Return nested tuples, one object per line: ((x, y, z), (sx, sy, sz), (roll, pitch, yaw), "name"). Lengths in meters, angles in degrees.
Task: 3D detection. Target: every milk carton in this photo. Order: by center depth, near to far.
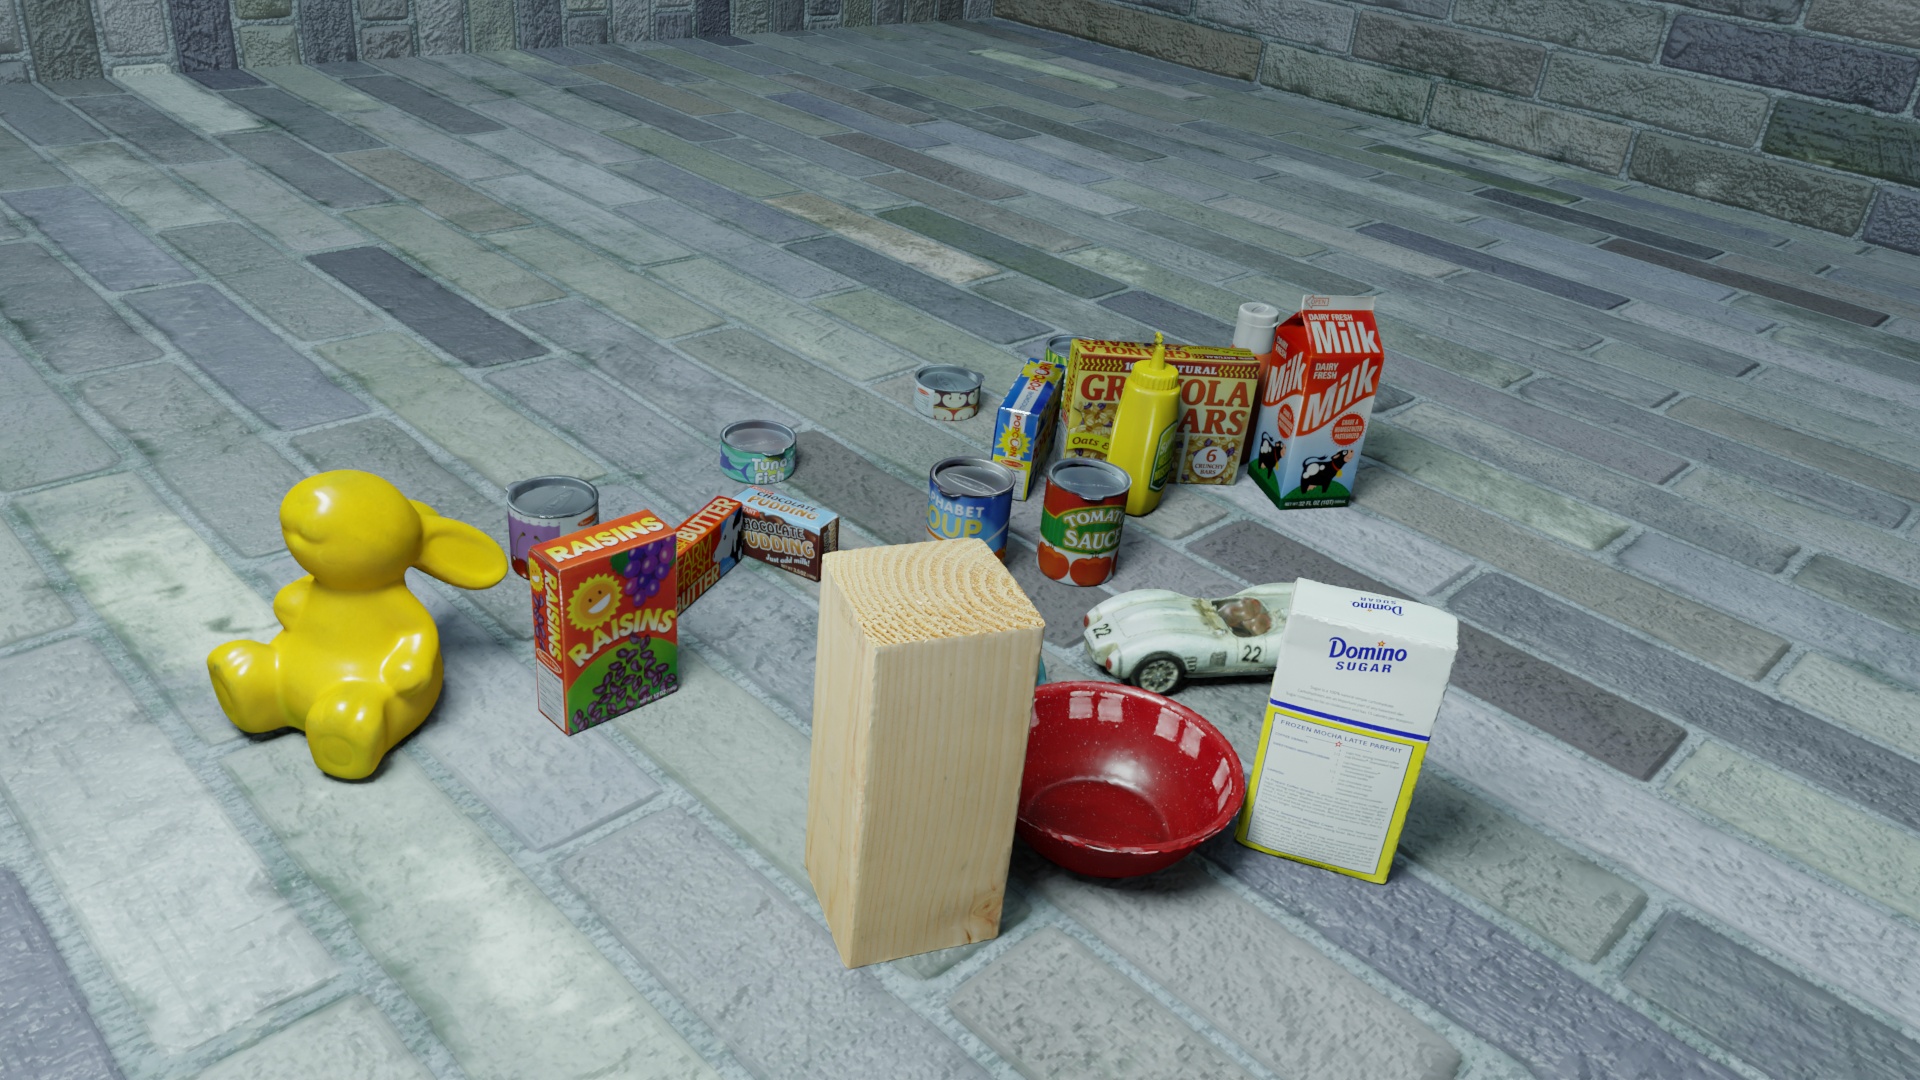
((0.318, -0.128, 1.238), (0.072, 0.189, 0.074), (-2, 30, -15), "milk carton")

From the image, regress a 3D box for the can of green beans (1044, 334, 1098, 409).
((0.116, -0.170, 1.407), (0.071, 0.057, 0.071), (5, 29, -3), "can of green beans")

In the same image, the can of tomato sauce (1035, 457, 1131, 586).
((0.097, -0.014, 1.102), (0.071, 0.082, 0.071), (5, 29, -3), "can of tomato sauce")

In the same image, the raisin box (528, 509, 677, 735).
((-0.225, 0.051, 0.884), (0.086, 0.122, 0.040), (-21, 39, -39), "raisin box")

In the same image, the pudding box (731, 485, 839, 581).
((-0.136, -0.006, 1.078), (0.084, 0.049, 0.030), (19, 32, 22), "pudding box")

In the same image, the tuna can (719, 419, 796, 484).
((-0.175, -0.076, 1.211), (0.071, 0.032, 0.071), (5, 29, -3), "tuna can")

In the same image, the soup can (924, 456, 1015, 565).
((0.004, -0.014, 1.083), (0.071, 0.083, 0.072), (5, 29, -3), "soup can")

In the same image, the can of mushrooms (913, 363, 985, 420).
((-0.011, -0.146, 1.365), (0.071, 0.033, 0.071), (5, 29, -3), "can of mushrooms")

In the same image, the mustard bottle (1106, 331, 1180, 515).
((0.159, -0.101, 1.191), (0.049, 0.159, 0.065), (20, 32, 23), "mustard bottle")

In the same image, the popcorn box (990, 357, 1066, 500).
((0.060, -0.101, 1.247), (0.038, 0.084, 0.127), (12, 30, 10), "popcorn box")

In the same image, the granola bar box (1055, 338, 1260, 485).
((0.176, -0.115, 1.254), (0.166, 0.123, 0.039), (2, 29, -8), "granola bar box")

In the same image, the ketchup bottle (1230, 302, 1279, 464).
((0.268, -0.147, 1.305), (0.043, 0.148, 0.065), (22, 33, 26), "ketchup bottle")

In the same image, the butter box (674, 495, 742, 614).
((-0.197, 0.011, 1.031), (0.024, 0.052, 0.104), (16, 31, 16), "butter box")

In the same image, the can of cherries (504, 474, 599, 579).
((-0.306, -0.009, 1.041), (0.071, 0.058, 0.072), (5, 29, -3), "can of cherries")
